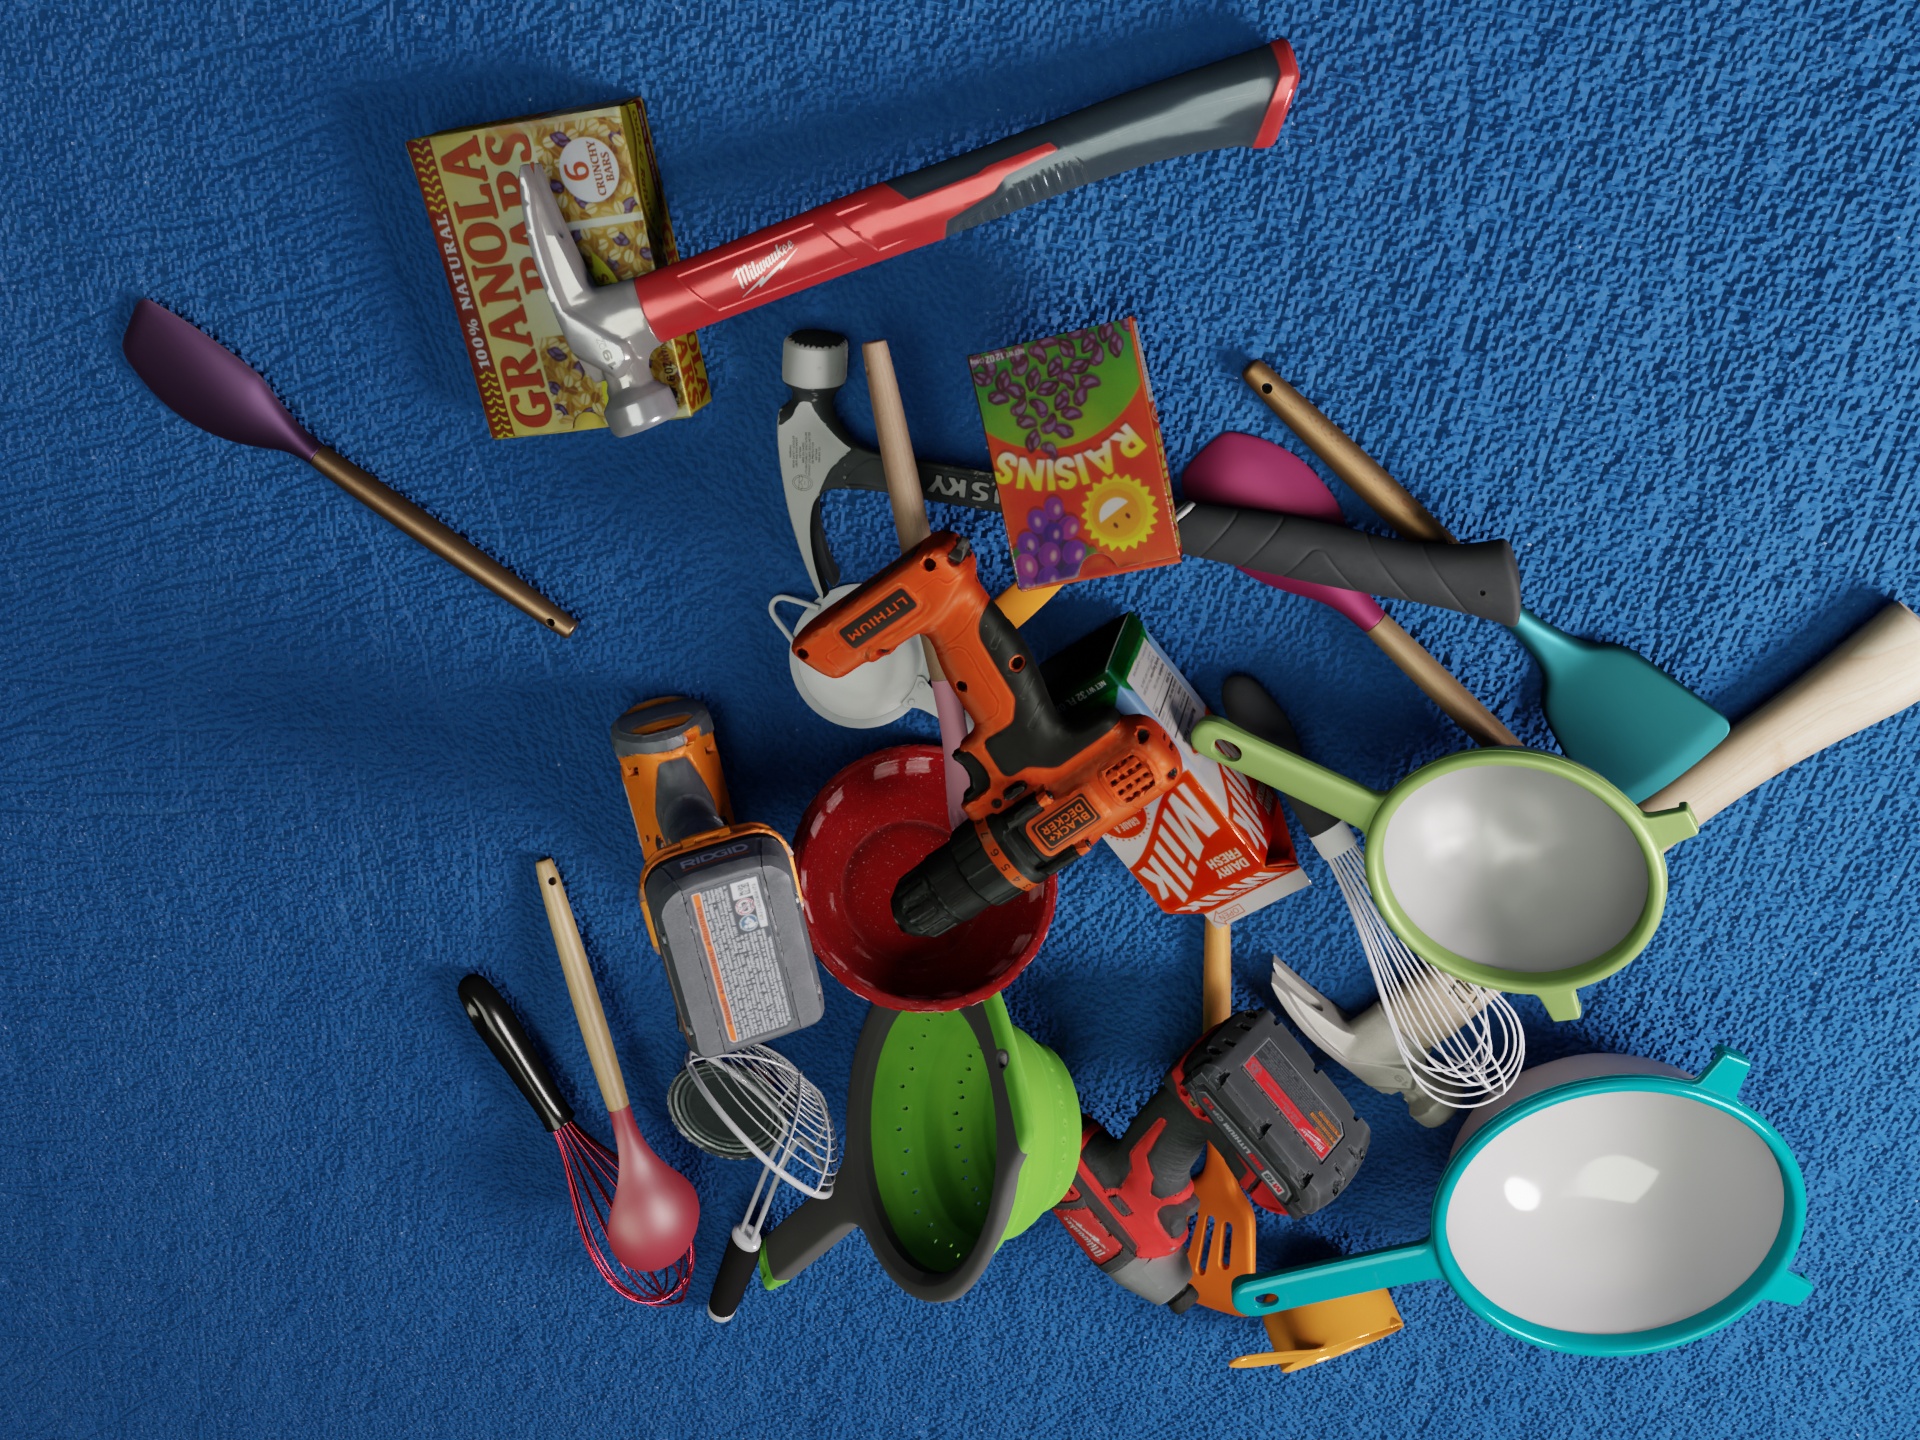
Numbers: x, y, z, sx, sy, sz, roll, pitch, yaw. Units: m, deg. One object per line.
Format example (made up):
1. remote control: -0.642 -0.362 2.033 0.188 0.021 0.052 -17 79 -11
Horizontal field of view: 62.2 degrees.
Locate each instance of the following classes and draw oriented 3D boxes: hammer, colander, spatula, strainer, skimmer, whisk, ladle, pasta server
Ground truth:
1. hammer: 0.363 0.076 0.912 0.146 0.038 0.410 39 117 -7
2. colander: -0.026 0.307 1.077 0.094 0.205 0.397 6 143 -31
3. spatula: -0.367 -0.143 0.962 0.316 0.018 0.059 34 119 -5
4. strainer: 0.252 0.046 0.864 0.256 0.069 0.151 25 127 14
5. skimmer: -0.158 0.340 1.086 0.127 0.090 0.363 43 137 22
6. strainer: -0.001 -0.003 0.943 0.258 0.050 0.087 30 100 -8
7. whisk: -0.279 0.307 1.153 0.073 0.073 0.295 -24 104 22
8. ladle: -0.243 0.243 1.100 0.031 0.069 0.315 5 112 58
9. hammer: -0.027 -0.269 0.790 0.386 0.038 0.143 -17 109 12
10. whisk: 0.232 0.094 0.911 0.070 0.070 0.284 -33 89 24
11. spatula: 0.163 0.245 1.036 0.081 0.041 0.322 13 119 32
12. hammer: 0.094 -0.105 0.858 0.409 0.036 0.149 12 120 11
13. strainer: 0.331 0.298 0.990 0.340 0.095 0.210 -19 112 16
14. pasta server: -0.008 -0.052 0.875 0.040 0.060 0.316 -21 110 -25
15. spatula: 0.268 -0.080 0.847 0.317 0.044 0.082 40 119 -9

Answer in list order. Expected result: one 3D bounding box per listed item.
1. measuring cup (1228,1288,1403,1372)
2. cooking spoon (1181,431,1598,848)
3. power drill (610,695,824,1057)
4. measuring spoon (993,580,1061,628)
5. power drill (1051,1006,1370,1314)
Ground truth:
1. measuring cup: 0.219 0.391 1.043 0.173 0.052 0.095 16 135 -45
2. cooking spoon: 0.246 -0.036 0.872 0.319 0.017 0.068 43 117 -3
3. power drill: -0.146 0.098 0.932 0.084 0.227 0.164 -16 117 -13
4. measuring spoon: 0.041 -0.071 0.866 0.021 0.011 0.117 44 121 -10
5. power drill: 0.145 0.288 1.006 0.143 0.078 0.219 51 132 10
